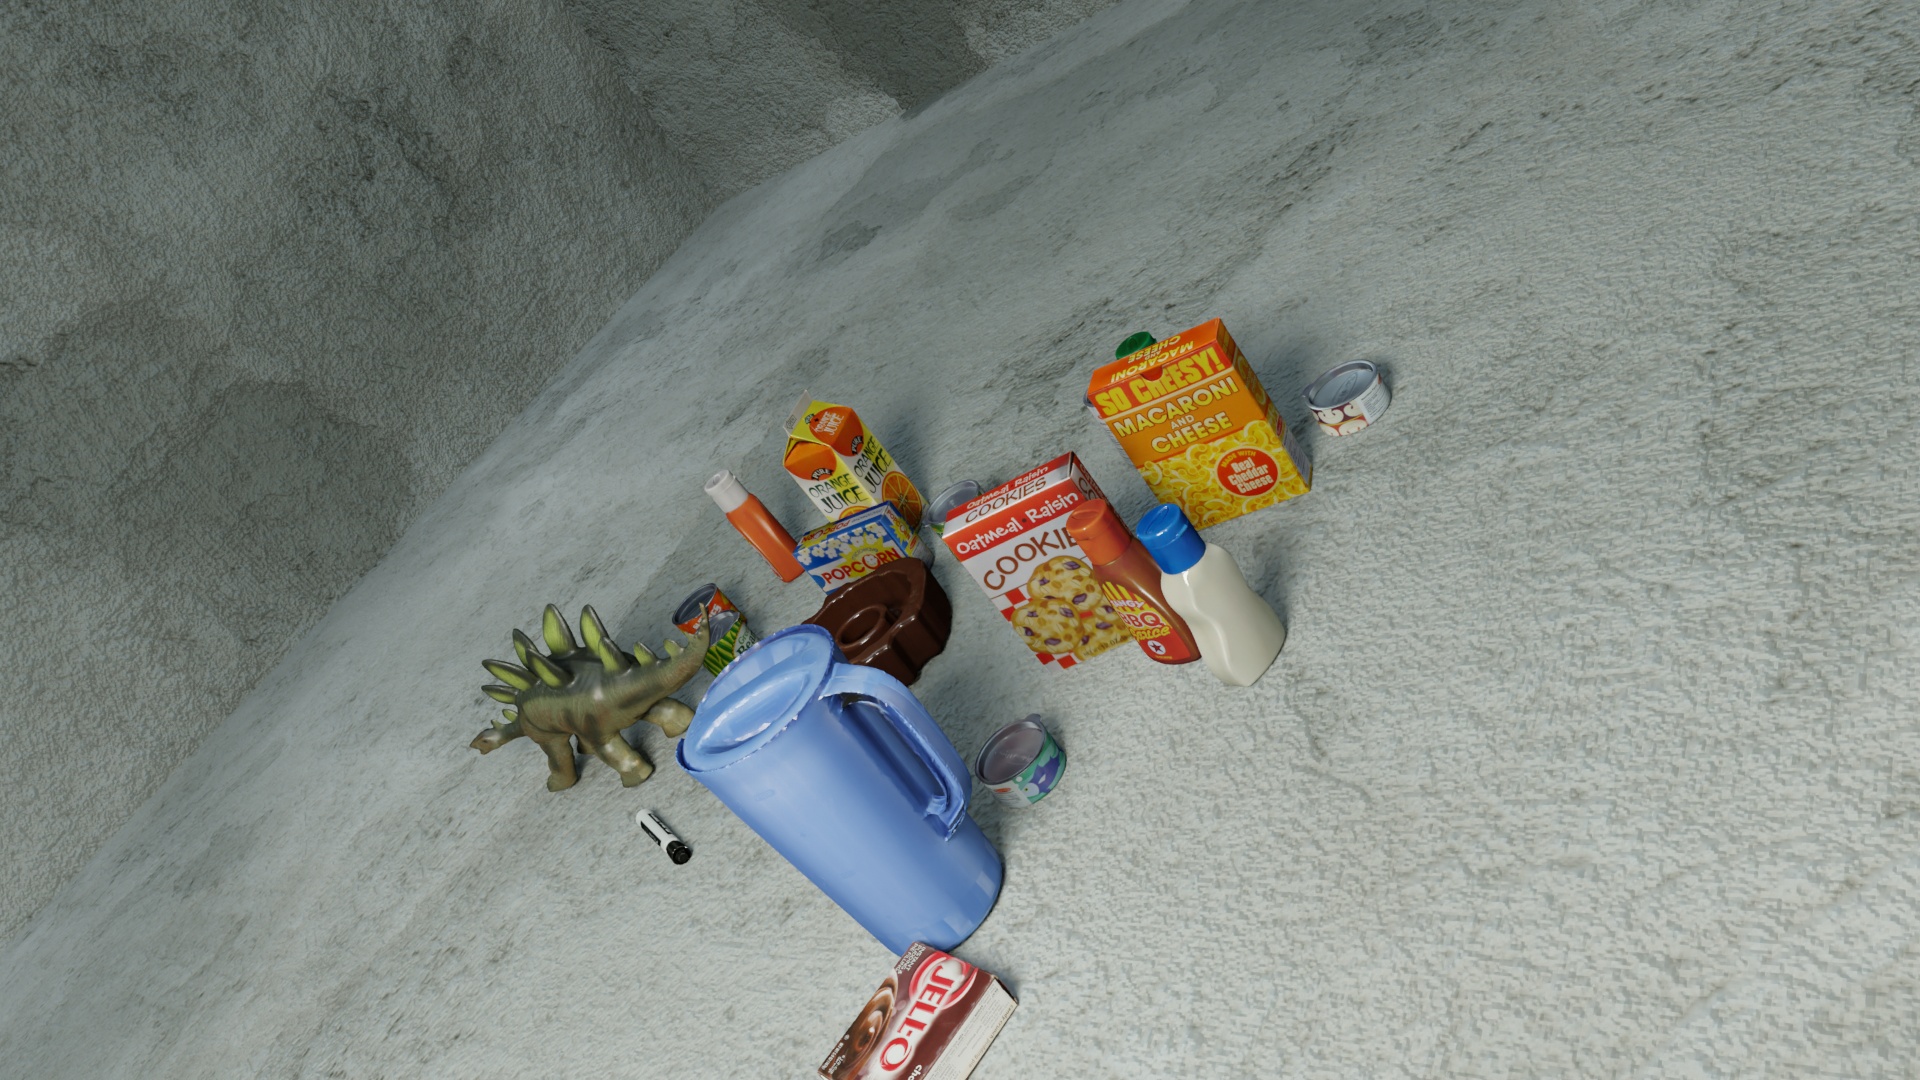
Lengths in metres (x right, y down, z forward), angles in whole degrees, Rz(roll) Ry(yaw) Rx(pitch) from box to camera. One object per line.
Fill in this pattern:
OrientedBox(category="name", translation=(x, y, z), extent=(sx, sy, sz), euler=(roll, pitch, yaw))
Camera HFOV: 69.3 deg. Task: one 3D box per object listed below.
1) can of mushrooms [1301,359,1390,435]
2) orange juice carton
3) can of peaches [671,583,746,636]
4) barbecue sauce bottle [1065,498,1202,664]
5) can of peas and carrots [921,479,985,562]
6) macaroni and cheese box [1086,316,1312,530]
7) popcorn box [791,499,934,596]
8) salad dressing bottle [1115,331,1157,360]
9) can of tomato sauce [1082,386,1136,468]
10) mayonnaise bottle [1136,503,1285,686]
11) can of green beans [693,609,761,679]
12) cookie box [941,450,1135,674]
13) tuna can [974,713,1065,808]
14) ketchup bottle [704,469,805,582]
OrientedBox(category="can of mushrooms", translation=(0.334, -0.123, 1.203), extent=(0.071, 0.033, 0.071), euler=(-30, 27, 17))
OrientedBox(category="orange juice carton", translation=(-0.124, -0.075, 1.525), extent=(0.073, 0.192, 0.072), euler=(-19, 32, 34))
OrientedBox(category="can of peaches", translation=(-0.292, 0.094, 1.618), extent=(0.071, 0.058, 0.071), euler=(-30, 27, 17))
OrientedBox(category="barbecue sauce bottle", translation=(0.135, 0.032, 1.071), extent=(0.065, 0.148, 0.044), euler=(-2, 43, 51))
OrientedBox(category="can of peas and carrots", translation=(0.005, -0.018, 1.421), extent=(0.071, 0.058, 0.071), euler=(-30, 27, 17))
OrientedBox(category="macaroni and cheese box", translation=(0.202, -0.092, 1.167), extent=(0.123, 0.166, 0.040), euler=(-21, 30, 31))
OrientedBox(category="popcorn box", translation=(-0.103, 0.015, 1.474), extent=(0.126, 0.085, 0.038), euler=(-20, 31, 33))
OrientedBox(category="salad dressing bottle", translation=(0.192, -0.121, 1.250), extent=(0.044, 0.147, 0.064), euler=(-30, 27, 17))
OrientedBox(category="can of tomato sauce", translation=(0.170, -0.123, 1.355), extent=(0.071, 0.083, 0.071), euler=(-30, 27, 17))
OrientedBox(category="mayonnaise bottle", translation=(0.179, 0.037, 1.007), extent=(0.065, 0.147, 0.041), euler=(-50, 28, -22))
OrientedBox(category="can of green beans", translation=(-0.257, 0.119, 1.532), extent=(0.071, 0.057, 0.071), euler=(-30, 27, 17))
OrientedBox(category="cookie box", translation=(0.082, 0.021, 1.135), extent=(0.122, 0.167, 0.040), euler=(-26, 28, 24))
OrientedBox(category="tuna can", translation=(0.048, 0.172, 1.085), extent=(0.071, 0.032, 0.071), euler=(-30, 27, 17))
OrientedBox(category="ketchup bottle", translation=(-0.239, -0.019, 1.631), extent=(0.043, 0.148, 0.065), euler=(-38, 26, 1))
